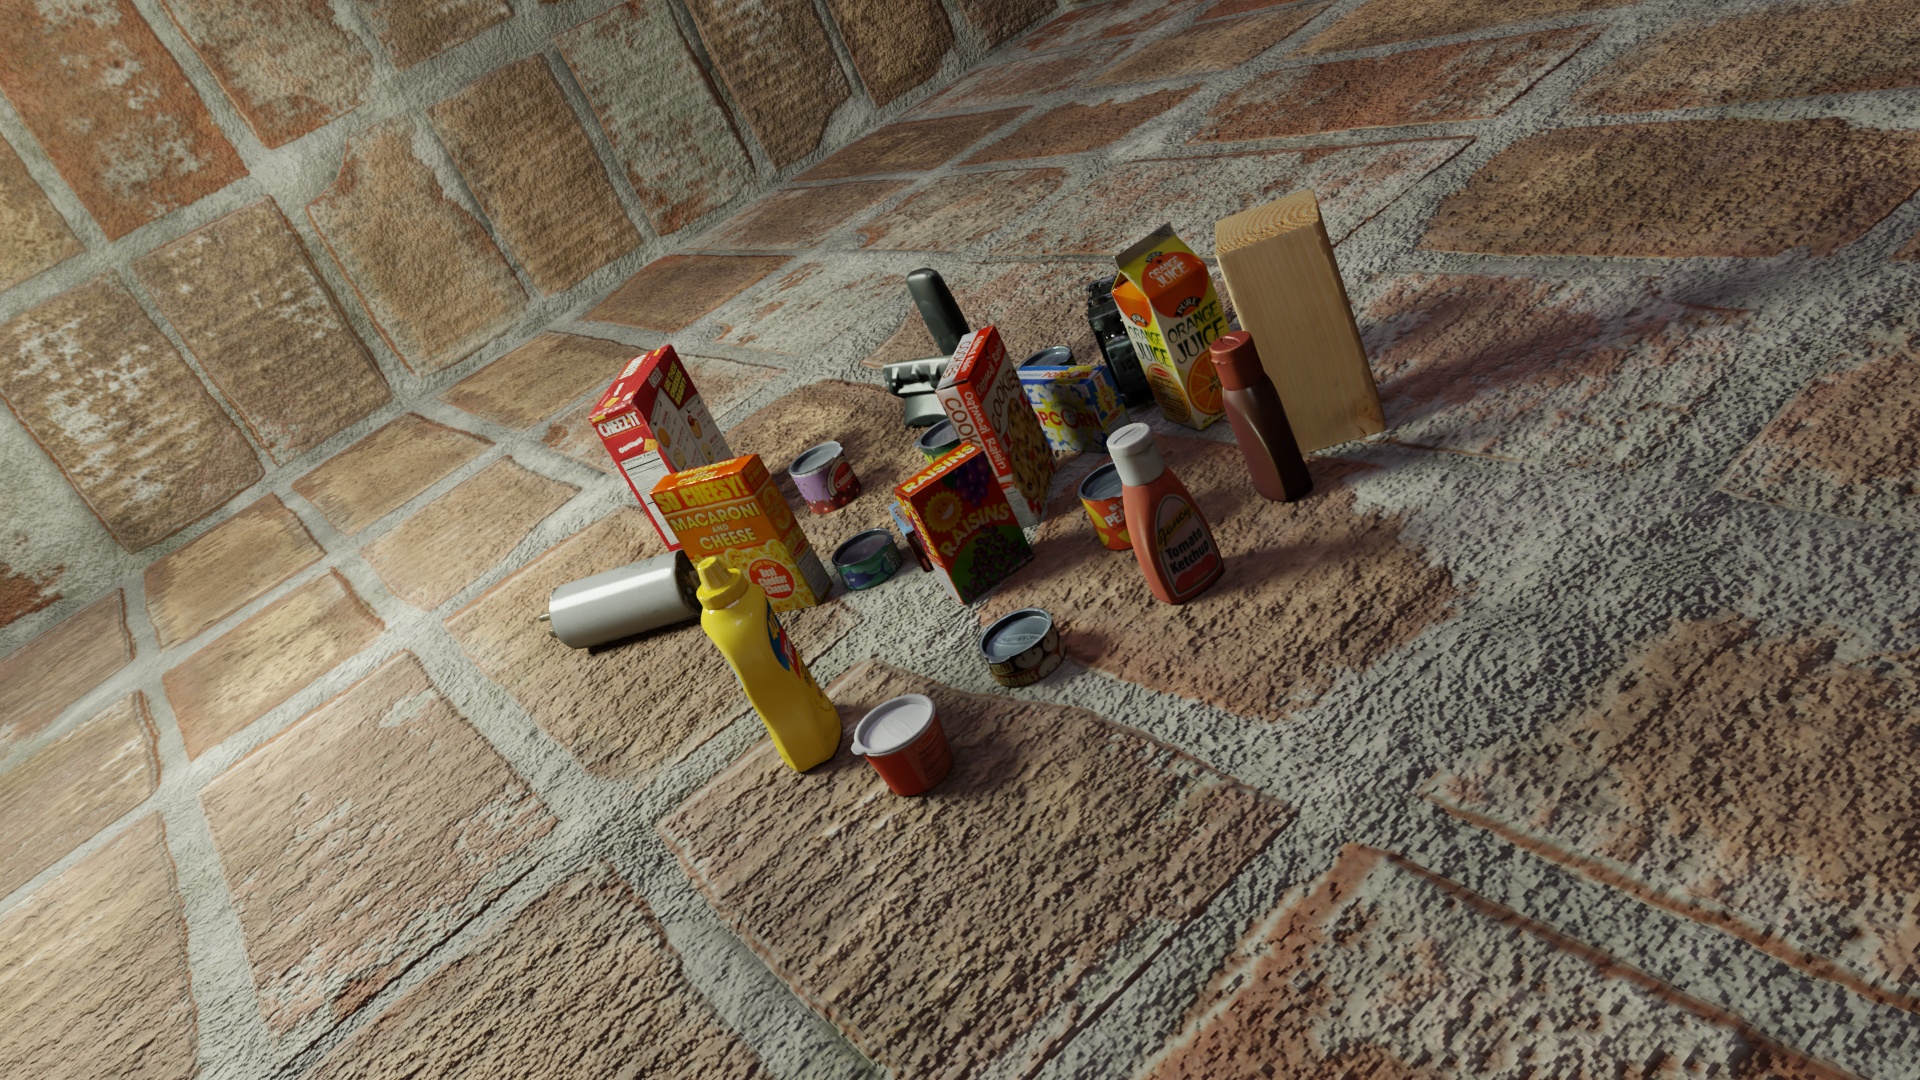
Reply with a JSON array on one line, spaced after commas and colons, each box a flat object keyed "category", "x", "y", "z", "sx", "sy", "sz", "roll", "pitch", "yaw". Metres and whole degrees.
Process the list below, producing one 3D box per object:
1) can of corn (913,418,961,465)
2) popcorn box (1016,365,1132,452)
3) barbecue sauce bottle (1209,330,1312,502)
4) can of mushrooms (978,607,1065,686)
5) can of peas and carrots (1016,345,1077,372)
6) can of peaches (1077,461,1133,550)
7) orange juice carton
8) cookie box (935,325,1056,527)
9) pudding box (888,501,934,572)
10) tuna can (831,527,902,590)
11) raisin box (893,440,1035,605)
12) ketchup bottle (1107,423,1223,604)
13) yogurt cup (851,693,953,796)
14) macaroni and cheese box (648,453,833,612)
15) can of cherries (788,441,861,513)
[{"category": "can of corn", "x": -0.007, "y": -0.094, "z": 1.505, "sx": 0.071, "sy": 0.058, "sz": 0.071, "roll": -21, "pitch": 26, "yaw": 11}, {"category": "popcorn box", "x": 0.112, "y": -0.138, "z": 1.445, "sx": 0.038, "sy": 0.085, "sz": 0.126, "roll": -42, "pitch": 30, "yaw": -29}, {"category": "barbecue sauce bottle", "x": 0.253, "y": -0.106, "z": 1.184, "sx": 0.044, "sy": 0.148, "sz": 0.065, "roll": -30, "pitch": 26, "yaw": -6}, {"category": "can of mushrooms", "x": 0.050, "y": 0.089, "z": 1.143, "sx": 0.071, "sy": 0.033, "sz": 0.071, "roll": -21, "pitch": 26, "yaw": 11}, {"category": "can of peas and carrots", "x": 0.106, "y": -0.177, "z": 1.555, "sx": 0.071, "sy": 0.058, "sz": 0.071, "roll": -21, "pitch": 26, "yaw": 11}, {"category": "can of peaches", "x": 0.147, "y": -0.032, "z": 1.248, "sx": 0.071, "sy": 0.058, "sz": 0.071, "roll": -21, "pitch": 26, "yaw": 11}, {"category": "orange juice carton", "x": 0.212, "y": -0.211, "z": 1.365, "sx": 0.072, "sy": 0.192, "sz": 0.073, "roll": -33, "pitch": 26, "yaw": -13}, {"category": "cookie box", "x": 0.039, "y": -0.112, "z": 1.371, "sx": 0.040, "sy": 0.167, "sz": 0.123, "roll": -15, "pitch": 28, "yaw": 23}, {"category": "pudding box", "x": -0.042, "y": -0.008, "z": 1.390, "sx": 0.030, "sy": 0.049, "sz": 0.084, "roll": -28, "pitch": 26, "yaw": -3}, {"category": "tuna can", "x": -0.092, "y": 0.018, "z": 1.406, "sx": 0.071, "sy": 0.032, "sz": 0.071, "roll": -21, "pitch": 26, "yaw": 11}, {"category": "raisin box", "x": 0.005, "y": -0.016, "z": 1.276, "sx": 0.086, "sy": 0.123, "sz": 0.040, "roll": -34, "pitch": 26, "yaw": -14}, {"category": "ketchup bottle", "x": 0.160, "y": -0.023, "z": 1.117, "sx": 0.065, "sy": 0.148, "sz": 0.043, "roll": -35, "pitch": 27, "yaw": -16}, {"category": "yogurt cup", "x": -0.041, "y": 0.160, "z": 1.073, "sx": 0.072, "sy": 0.053, "sz": 0.073, "roll": -21, "pitch": 26, "yaw": 11}, {"category": "macaroni and cheese box", "x": -0.222, "y": -0.002, "z": 1.410, "sx": 0.123, "sy": 0.166, "sz": 0.040, "roll": -11, "pitch": 30, "yaw": 30}, {"category": "can of cherries", "x": -0.154, "y": -0.072, "z": 1.601, "sx": 0.071, "sy": 0.058, "sz": 0.072, "roll": -21, "pitch": 26, "yaw": 11}]
